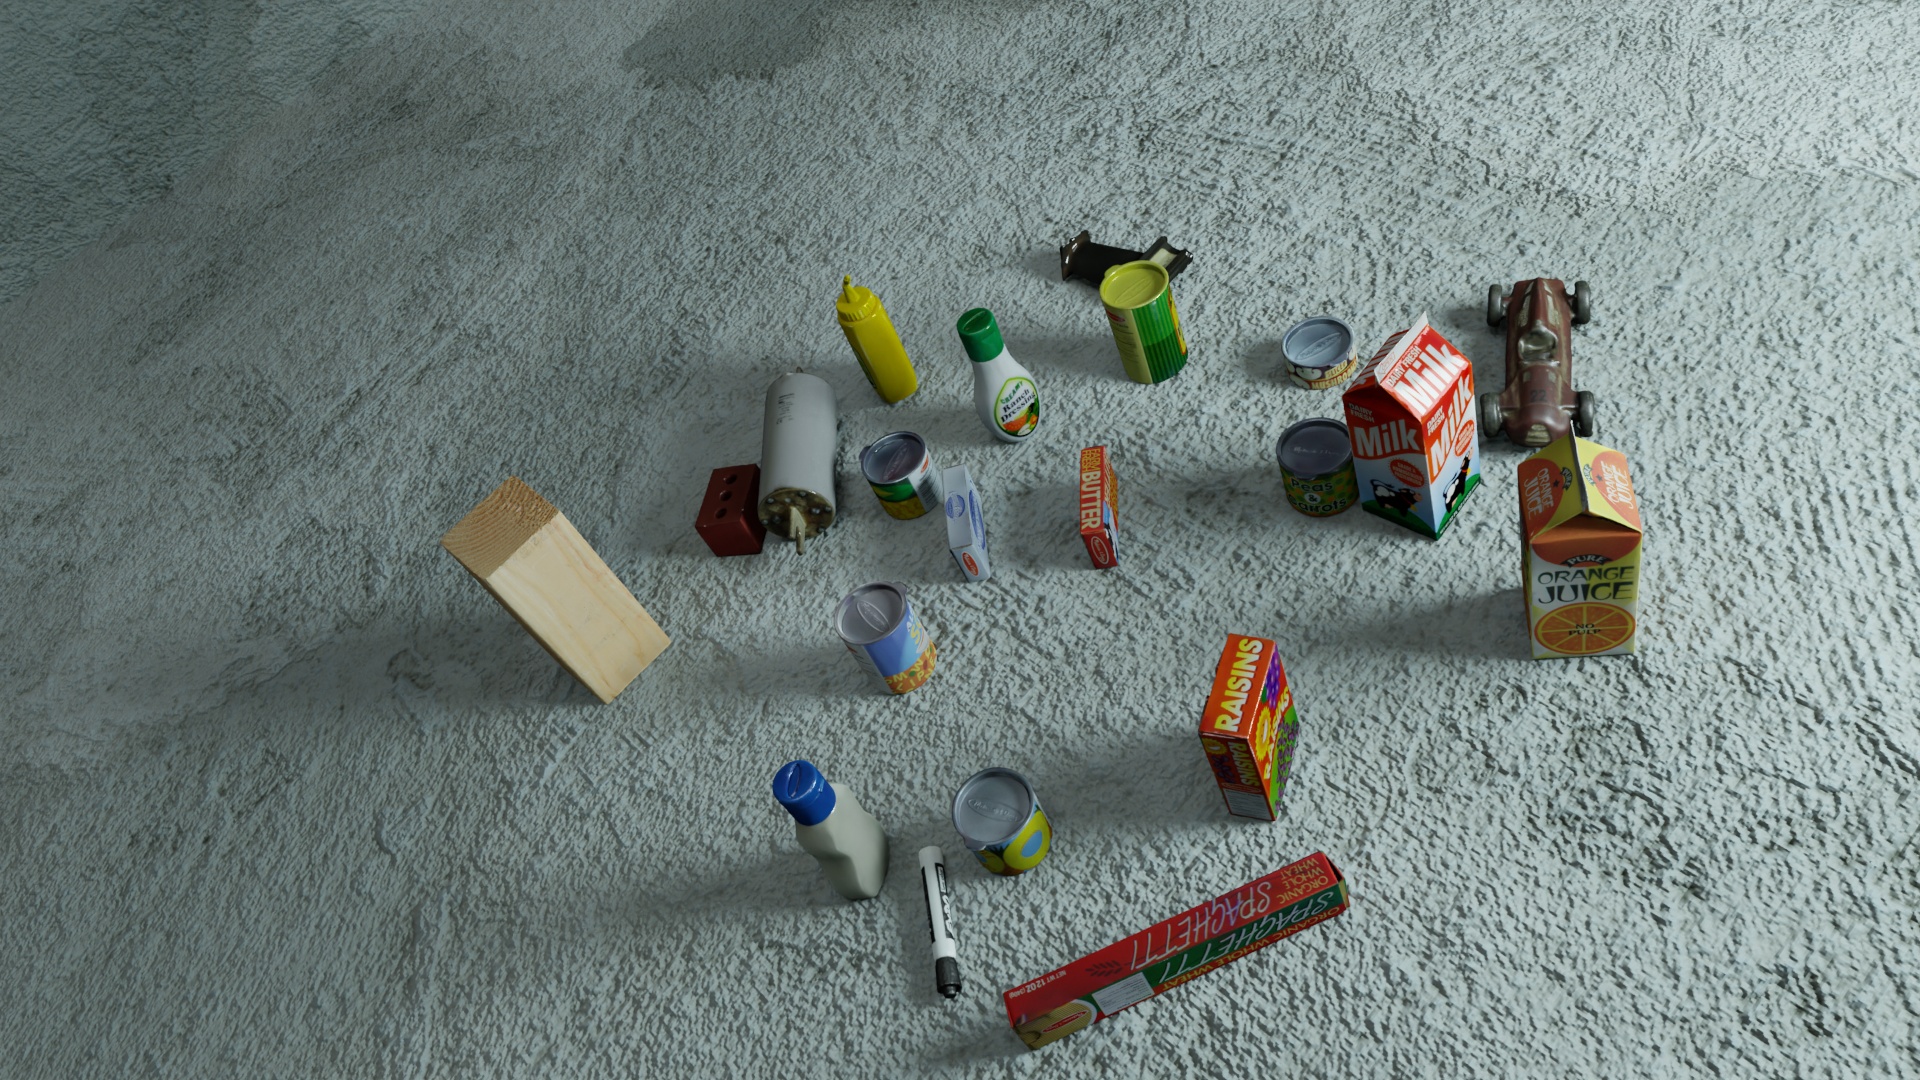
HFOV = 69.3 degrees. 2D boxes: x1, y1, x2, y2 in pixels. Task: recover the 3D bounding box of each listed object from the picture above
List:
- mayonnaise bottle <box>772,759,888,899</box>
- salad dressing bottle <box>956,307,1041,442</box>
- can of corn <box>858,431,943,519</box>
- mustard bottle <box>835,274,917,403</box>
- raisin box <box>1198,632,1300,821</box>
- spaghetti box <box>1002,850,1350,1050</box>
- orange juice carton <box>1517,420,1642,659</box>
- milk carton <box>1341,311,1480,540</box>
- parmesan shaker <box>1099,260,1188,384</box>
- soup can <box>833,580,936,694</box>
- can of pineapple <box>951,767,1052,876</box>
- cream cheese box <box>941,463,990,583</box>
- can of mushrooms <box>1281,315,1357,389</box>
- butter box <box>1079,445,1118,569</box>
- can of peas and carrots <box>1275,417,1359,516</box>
[{"bbox_3d":[-0.099,0.220,1.069,0.041,0.147,0.065,-7,50,19],"label":"mayonnaise bottle"},{"bbox_3d":[0.035,-0.157,1.328,0.064,0.147,0.044,-40,48,-11],"label":"salad dressing bottle"},{"bbox_3d":[-0.058,-0.063,1.350,0.071,0.058,0.071,-12,49,14],"label":"can of corn"},{"bbox_3d":[-0.092,-0.211,1.419,0.049,0.159,0.065,-30,47,-3],"label":"mustard bottle"},{"bbox_3d":[0.214,0.138,1.021,0.040,0.123,0.086,7,55,28],"label":"raisin box"},{"bbox_3d":[0.152,0.288,0.972,0.250,0.050,0.029,-25,47,2],"label":"spaghetti box"},{"bbox_3d":[0.440,0.003,0.991,0.073,0.192,0.072,-6,51,19],"label":"orange juice carton"},{"bbox_3d":[0.359,-0.093,1.106,0.073,0.189,0.072,28,67,38],"label":"milk carton"},{"bbox_3d":[0.177,-0.211,1.343,0.071,0.102,0.072,-12,49,14],"label":"parmesan shaker"},{"bbox_3d":[-0.062,0.084,1.211,0.071,0.083,0.072,-12,49,14],"label":"soup can"},{"bbox_3d":[0.032,0.219,1.075,0.071,0.057,0.071,-12,49,14],"label":"can of pineapple"},{"bbox_3d":[0.005,-0.016,1.287,0.024,0.053,0.104,-16,48,11],"label":"cream cheese box"},{"bbox_3d":[0.335,-0.173,1.291,0.071,0.033,0.071,-12,49,14],"label":"can of mushrooms"},{"bbox_3d":[0.125,-0.031,1.248,0.024,0.053,0.104,-9,49,16],"label":"butter box"},{"bbox_3d":[0.308,-0.061,1.192,0.071,0.058,0.071,-12,49,14],"label":"can of peas and carrots"}]
